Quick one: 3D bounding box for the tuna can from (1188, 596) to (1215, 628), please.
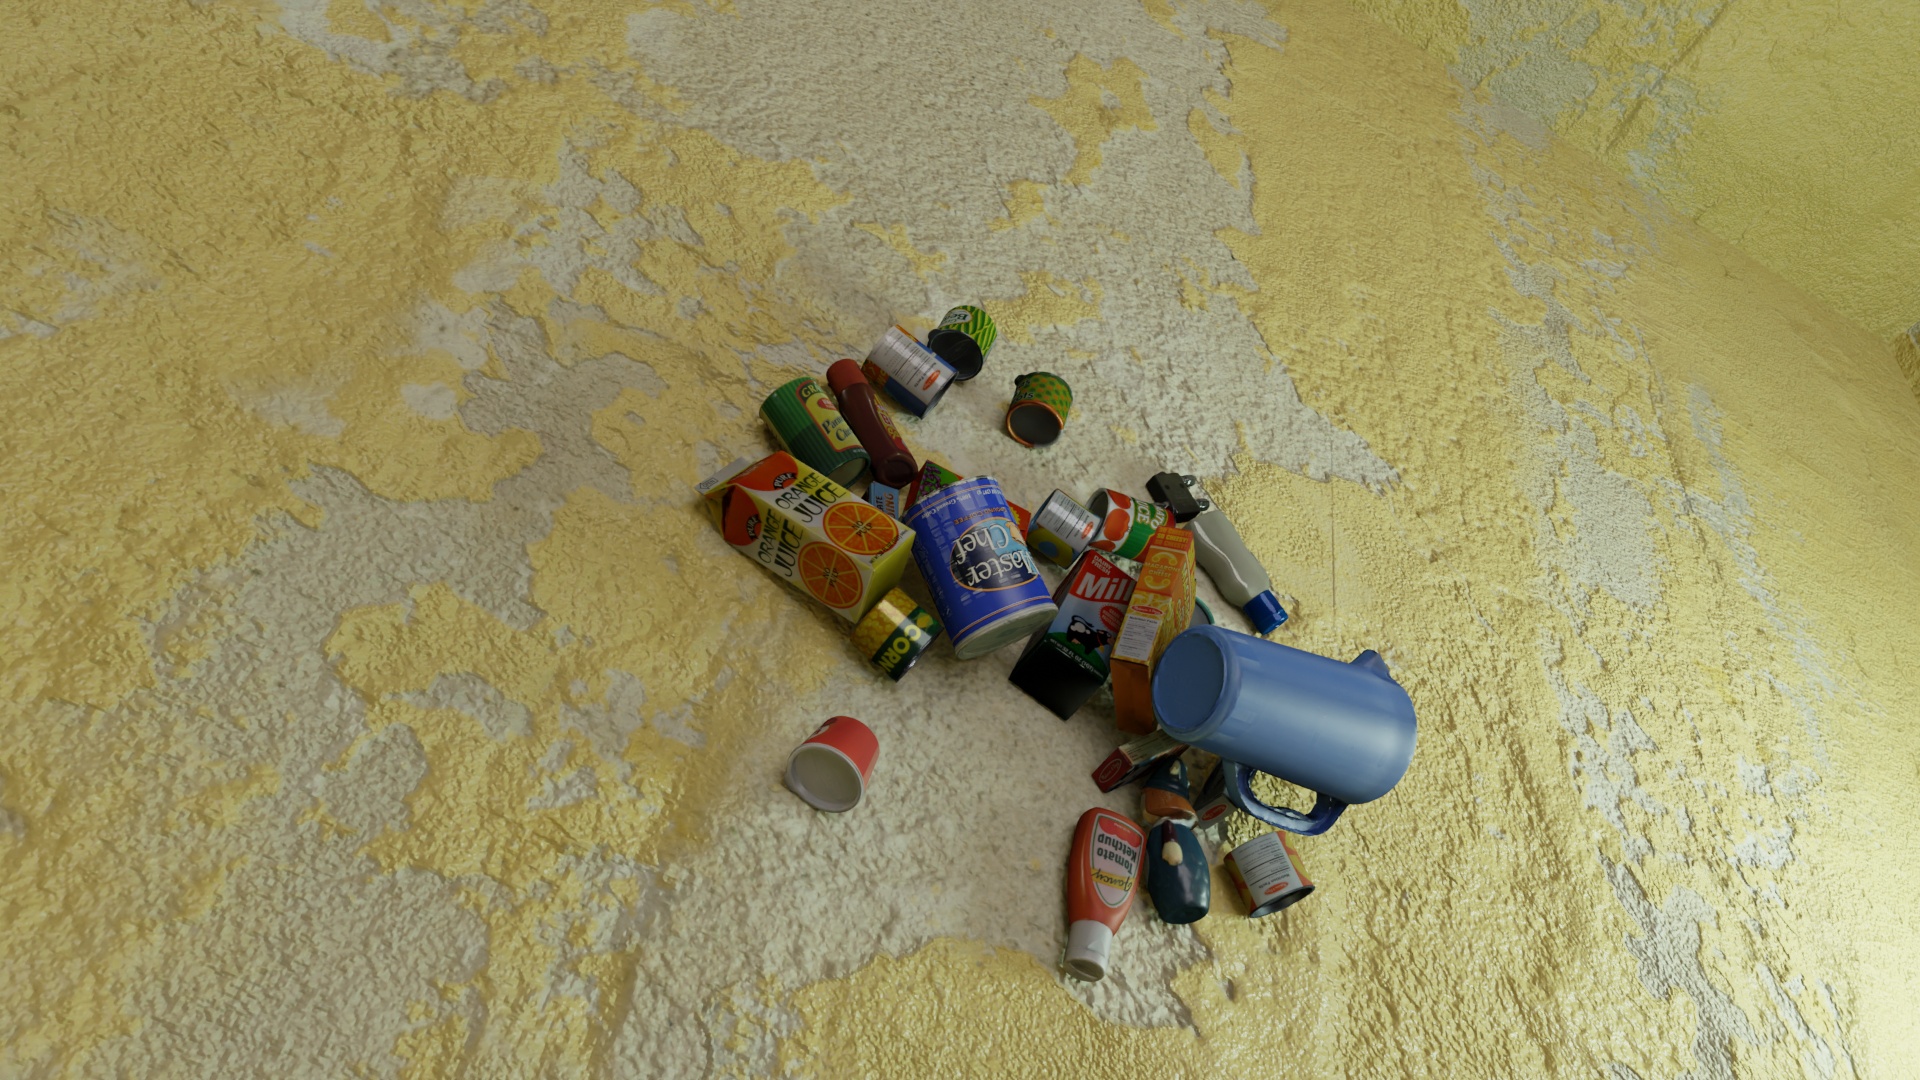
[{"bbox_3d":[0.232,0.086,1.465,0.071,0.032,0.071,18,46,-20],"label":"tuna can"}]

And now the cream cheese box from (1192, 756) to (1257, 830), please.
[{"bbox_3d":[0.261,0.230,1.345,0.024,0.053,0.104,44,43,0],"label":"cream cheese box"}]

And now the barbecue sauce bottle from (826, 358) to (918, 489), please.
[{"bbox_3d":[-0.094,-0.122,1.411,0.149,0.043,0.064,61,6,31],"label":"barbecue sauce bottle"}]

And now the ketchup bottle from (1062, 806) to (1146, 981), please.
[{"bbox_3d":[0.119,0.305,1.194,0.065,0.043,0.150,30,44,-9],"label":"ketchup bottle"}]

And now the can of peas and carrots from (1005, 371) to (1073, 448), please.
[{"bbox_3d":[0.085,-0.146,1.542,0.071,0.070,0.059,29,44,-9],"label":"can of peas and carrots"}]

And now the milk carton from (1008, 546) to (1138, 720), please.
[{"bbox_3d":[0.124,0.079,1.369,0.072,0.073,0.191,35,42,-2],"label":"milk carton"}]

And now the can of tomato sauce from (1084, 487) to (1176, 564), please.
[{"bbox_3d":[0.179,-0.016,1.490,0.083,0.070,0.071,18,46,-20],"label":"can of tomato sauce"}]

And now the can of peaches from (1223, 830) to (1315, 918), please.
[{"bbox_3d":[0.285,0.309,1.287,0.071,0.071,0.058,-2,55,-35],"label":"can of peaches"}]

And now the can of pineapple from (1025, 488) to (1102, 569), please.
[{"bbox_3d":[0.104,-0.011,1.442,0.058,0.070,0.071,35,43,-2],"label":"can of pineapple"}]

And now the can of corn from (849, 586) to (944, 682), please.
[{"bbox_3d":[-0.058,0.084,1.247,0.058,0.070,0.071,41,43,5],"label":"can of corn"}]

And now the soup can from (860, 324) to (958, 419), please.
[{"bbox_3d":[-0.055,-0.179,1.481,0.084,0.071,0.072,38,43,1],"label":"soup can"}]

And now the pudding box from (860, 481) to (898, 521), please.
[{"bbox_3d":[-0.082,-0.009,1.325,0.030,0.049,0.084,17,46,-23],"label":"pudding box"}]

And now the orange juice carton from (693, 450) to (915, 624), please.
[{"bbox_3d":[-0.144,-0.015,1.256,0.193,0.072,0.072,31,42,13],"label":"orange juice carton"}]

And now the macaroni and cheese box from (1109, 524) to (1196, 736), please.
[{"bbox_3d":[0.190,0.088,1.349,0.040,0.123,0.167,11,53,19],"label":"macaroni and cheese box"}]

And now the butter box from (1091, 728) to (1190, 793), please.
[{"bbox_3d":[0.176,0.203,1.313,0.104,0.052,0.024,-14,61,-41],"label":"butter box"}]

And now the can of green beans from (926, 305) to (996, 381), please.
[{"bbox_3d":[0.002,-0.221,1.551,0.071,0.071,0.058,32,42,-6],"label":"can of green beans"}]

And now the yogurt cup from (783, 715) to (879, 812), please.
[{"bbox_3d":[-0.101,0.181,1.141,0.072,0.072,0.054,37,35,-1],"label":"yogurt cup"}]

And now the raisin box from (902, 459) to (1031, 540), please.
[{"bbox_3d":[0.005,-0.018,1.398,0.123,0.040,0.086,27,43,-13],"label":"raisin box"}]

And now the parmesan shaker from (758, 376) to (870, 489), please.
[{"bbox_3d":[-0.140,-0.100,1.355,0.071,0.071,0.103,-20,67,-43],"label":"parmesan shaker"}]

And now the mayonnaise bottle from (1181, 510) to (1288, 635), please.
[{"bbox_3d":[0.308,0.036,1.553,0.065,0.041,0.148,-17,66,-40],"label":"mayonnaise bottle"}]
